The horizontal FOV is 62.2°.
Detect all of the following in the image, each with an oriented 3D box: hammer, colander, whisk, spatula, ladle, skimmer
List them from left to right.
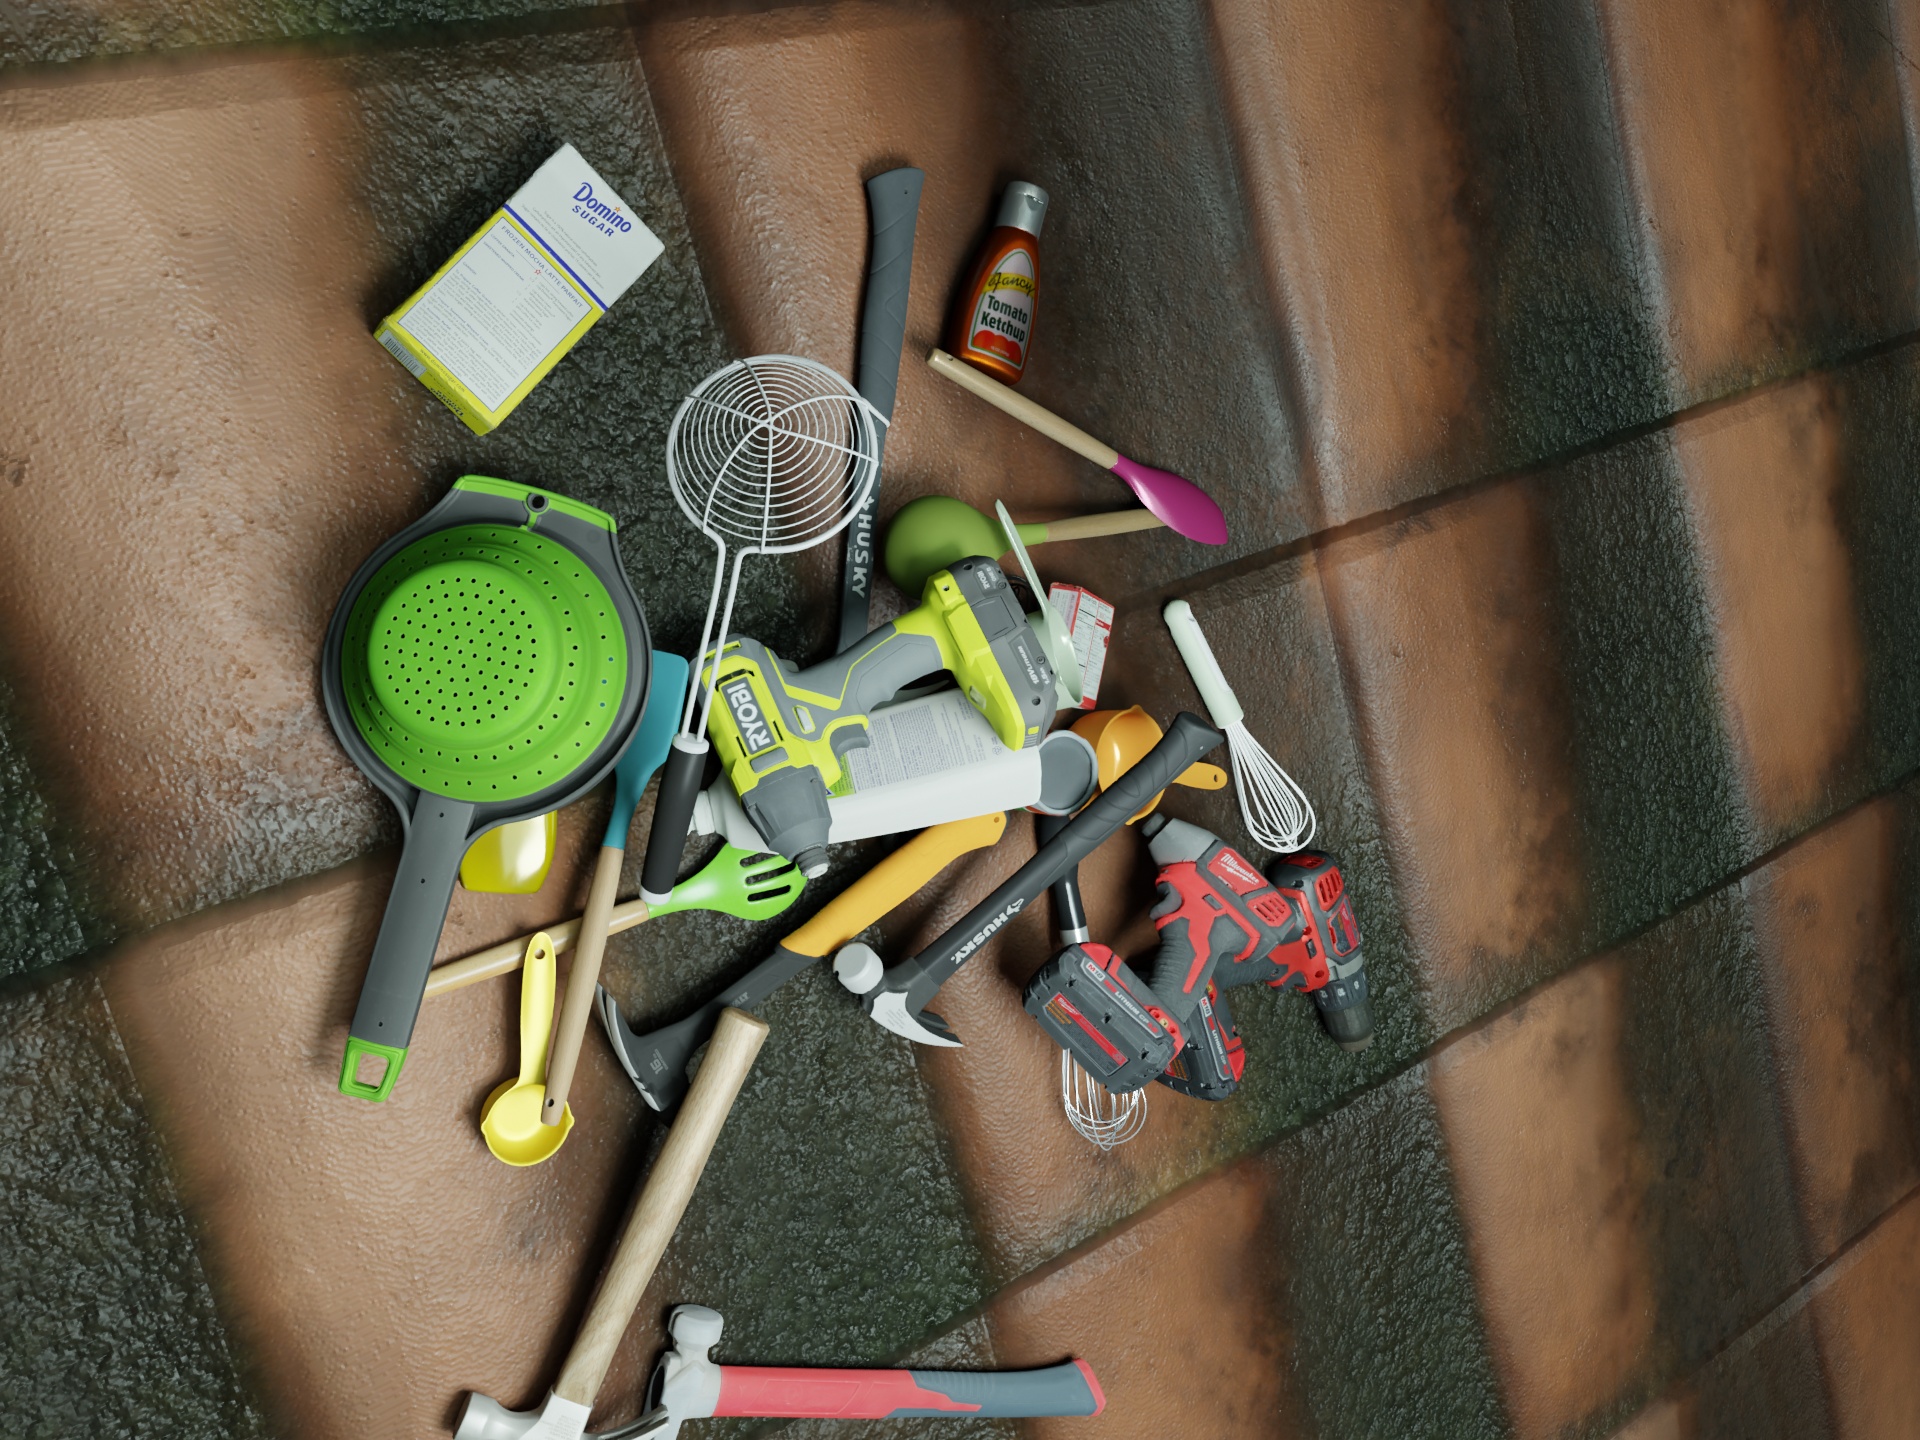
[{"bbox_3d":[-0.316,0.041,0.965,0.204,0.094,0.397,15,86,-4],"label":"colander"},{"bbox_3d":[-0.244,0.108,1.059,0.082,0.044,0.318,8,79,13],"label":"spatula"},{"bbox_3d":[-0.212,0.353,1.080,0.130,0.031,0.331,26,86,-14],"label":"hammer"},{"bbox_3d":[-0.149,-0.049,1.012,0.127,0.090,0.363,19,116,3],"label":"skimmer"},{"bbox_3d":[-0.101,0.146,1.146,0.337,0.034,0.127,-35,125,-22],"label":"hammer"},{"bbox_3d":[-0.061,-0.207,1.175,0.149,0.036,0.409,7,89,-31],"label":"hammer"},{"bbox_3d":[-0.055,0.528,1.212,0.386,0.038,0.143,15,86,-30],"label":"hammer"},{"bbox_3d":[-0.002,-0.004,1.216,0.055,0.055,0.239,30,82,-28],"label":"whisk"},{"bbox_3d":[0.065,0.113,1.188,0.335,0.035,0.146,-41,137,-5],"label":"hammer"},{"bbox_3d":[0.071,-0.146,1.234,0.320,0.062,0.078,-14,95,-43],"label":"ladle"},{"bbox_3d":[0.097,0.205,1.278,0.070,0.070,0.284,-11,93,-29],"label":"whisk"},{"bbox_3d":[0.233,0.007,1.349,0.246,0.059,0.058,62,27,-13],"label":"whisk"}]

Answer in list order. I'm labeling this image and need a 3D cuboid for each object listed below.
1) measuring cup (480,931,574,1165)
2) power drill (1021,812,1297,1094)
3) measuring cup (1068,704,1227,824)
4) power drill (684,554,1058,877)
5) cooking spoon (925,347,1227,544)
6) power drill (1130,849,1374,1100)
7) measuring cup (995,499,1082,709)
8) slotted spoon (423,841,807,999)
[{"bbox_3d":[-0.289,0.218,1.066,0.062,0.029,0.156,4,91,-30],"label":"measuring cup"},{"bbox_3d":[0.154,0.170,1.234,0.143,0.078,0.220,44,53,8],"label":"power drill"},{"bbox_3d":[0.149,0.040,1.303,0.173,0.052,0.095,10,83,-45],"label":"measuring cup"},{"bbox_3d":[-0.054,-0.006,1.077,0.223,0.080,0.171,-24,72,-8],"label":"power drill"},{"bbox_3d":[0.101,-0.216,1.252,0.318,0.017,0.069,23,48,-32],"label":"cooking spoon"},{"bbox_3d":[0.262,0.237,1.361,0.226,0.080,0.187,-27,106,-29],"label":"power drill"},{"bbox_3d":[0.044,-0.081,1.160,0.038,0.083,0.167,-18,113,17],"label":"measuring cup"},{"bbox_3d":[-0.241,0.140,1.094,0.313,0.031,0.070,-18,102,-27],"label":"slotted spoon"}]
